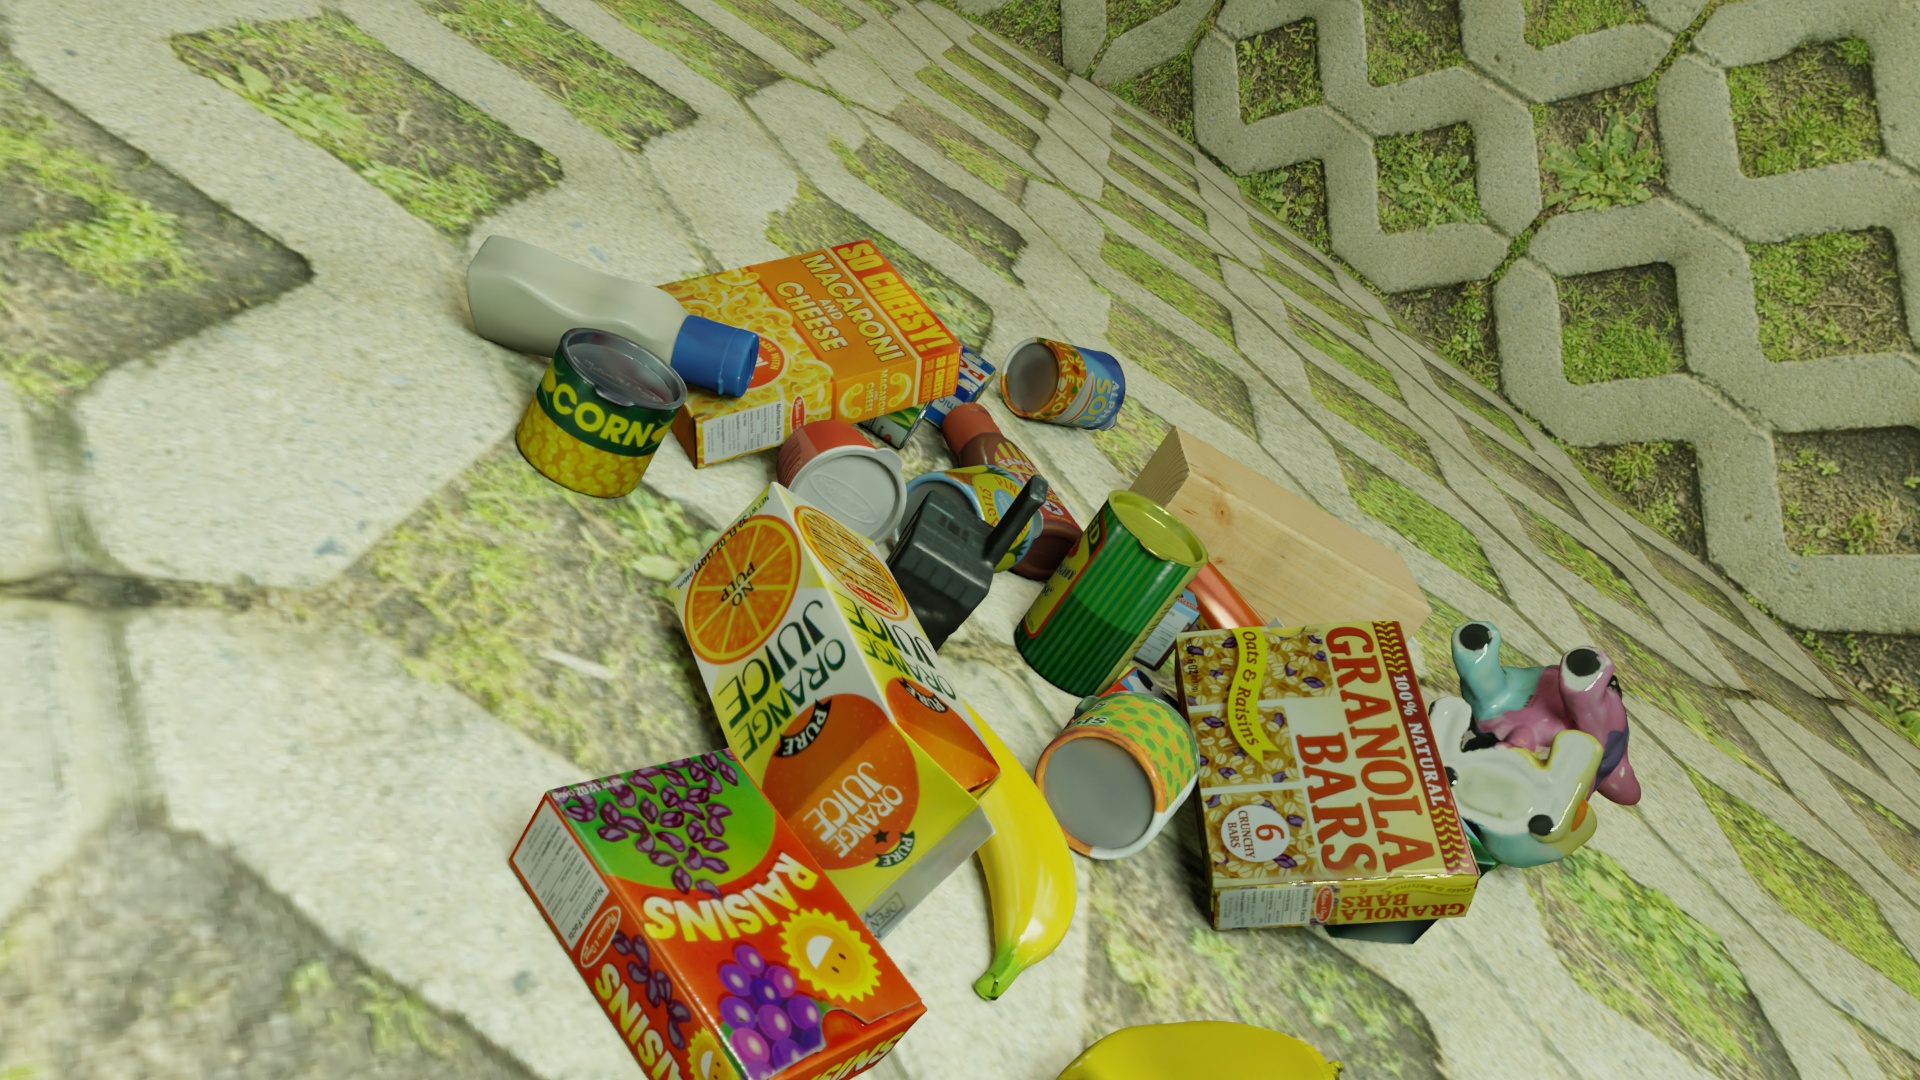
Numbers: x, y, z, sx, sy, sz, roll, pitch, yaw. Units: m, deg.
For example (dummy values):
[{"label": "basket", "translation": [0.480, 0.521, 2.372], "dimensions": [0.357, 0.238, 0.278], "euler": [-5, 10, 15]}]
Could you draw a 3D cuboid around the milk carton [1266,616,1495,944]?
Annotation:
[{"label": "milk carton", "translation": [0.207, 0.131, 0.797], "dimensions": [0.073, 0.072, 0.191], "euler": [16, 31, -35]}]

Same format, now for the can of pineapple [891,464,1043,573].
[{"label": "can of pineapple", "translation": [0.003, -0.010, 0.806], "dimensions": [0.071, 0.070, 0.058], "euler": [43, 26, 20]}]

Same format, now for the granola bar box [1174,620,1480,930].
[{"label": "granola bar box", "translation": [0.181, 0.115, 0.715], "dimensions": [0.124, 0.038, 0.166], "euler": [-4, 43, 3]}]

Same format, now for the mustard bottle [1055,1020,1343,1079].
[{"label": "mustard bottle", "translation": [0.102, 0.218, 0.533], "dimensions": [0.160, 0.048, 0.065], "euler": [11, 33, -42]}]

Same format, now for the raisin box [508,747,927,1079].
[{"label": "raisin box", "translation": [-0.082, 0.133, 0.472], "dimensions": [0.123, 0.040, 0.086], "euler": [47, 26, 25]}]

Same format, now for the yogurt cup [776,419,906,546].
[{"label": "yogurt cup", "translation": [-0.069, -0.032, 0.765], "dimensions": [0.072, 0.072, 0.054], "euler": [19, 20, -30]}]

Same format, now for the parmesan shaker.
[{"label": "parmesan shaker", "translation": [0.083, 0.032, 0.786], "dimensions": [0.071, 0.102, 0.071], "euler": [28, 24, -14]}]

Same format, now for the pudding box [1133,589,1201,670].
[{"label": "pudding box", "translation": [0.101, 0.038, 0.861], "dimensions": [0.084, 0.049, 0.030], "euler": [28, 23, -13]}]

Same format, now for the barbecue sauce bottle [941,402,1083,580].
[{"label": "barbecue sauce bottle", "translation": [0.029, -0.036, 0.918], "dimensions": [0.065, 0.043, 0.149], "euler": [14, 30, -35]}]

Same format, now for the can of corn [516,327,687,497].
[{"label": "can of corn", "translation": [-0.179, -0.062, 0.689], "dimensions": [0.071, 0.058, 0.071], "euler": [28, 25, -14]}]

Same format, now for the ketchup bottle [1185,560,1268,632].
[{"label": "ketchup bottle", "translation": [0.175, 0.064, 0.898], "dimensions": [0.044, 0.064, 0.149], "euler": [-35, 73, -21]}]

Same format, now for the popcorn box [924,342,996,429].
[{"label": "popcorn box", "translation": [-0.041, -0.138, 1.025], "dimensions": [0.127, 0.038, 0.085], "euler": [34, 25, 1]}]

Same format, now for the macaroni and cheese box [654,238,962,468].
[{"label": "macaroni and cheese box", "translation": [-0.102, -0.114, 0.818], "dimensions": [0.167, 0.040, 0.124], "euler": [-18, 51, -25]}]

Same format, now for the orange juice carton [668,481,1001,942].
[{"label": "orange juice carton", "translation": [-0.049, 0.069, 0.573], "dimensions": [0.073, 0.071, 0.193], "euler": [33, 18, -45]}]

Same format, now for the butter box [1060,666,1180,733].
[{"label": "butter box", "translation": [0.093, 0.106, 0.757], "dimensions": [0.053, 0.024, 0.104], "euler": [41, 25, 14]}]

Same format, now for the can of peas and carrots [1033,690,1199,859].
[{"label": "can of peas and carrots", "translation": [0.074, 0.111, 0.673], "dimensions": [0.071, 0.070, 0.059], "euler": [40, 25, 13]}]

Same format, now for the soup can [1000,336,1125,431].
[{"label": "soup can", "translation": [0.084, -0.124, 1.124], "dimensions": [0.084, 0.071, 0.071], "euler": [4, 38, -48]}]

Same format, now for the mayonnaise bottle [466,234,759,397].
[{"label": "mayonnaise bottle", "translation": [-0.182, -0.113, 0.735], "dimensions": [0.148, 0.064, 0.041], "euler": [17, 58, 0]}]

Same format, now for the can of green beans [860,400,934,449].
[{"label": "can of green beans", "translation": [-0.046, -0.103, 0.922], "dimensions": [0.058, 0.071, 0.071], "euler": [33, 24, -2]}]
